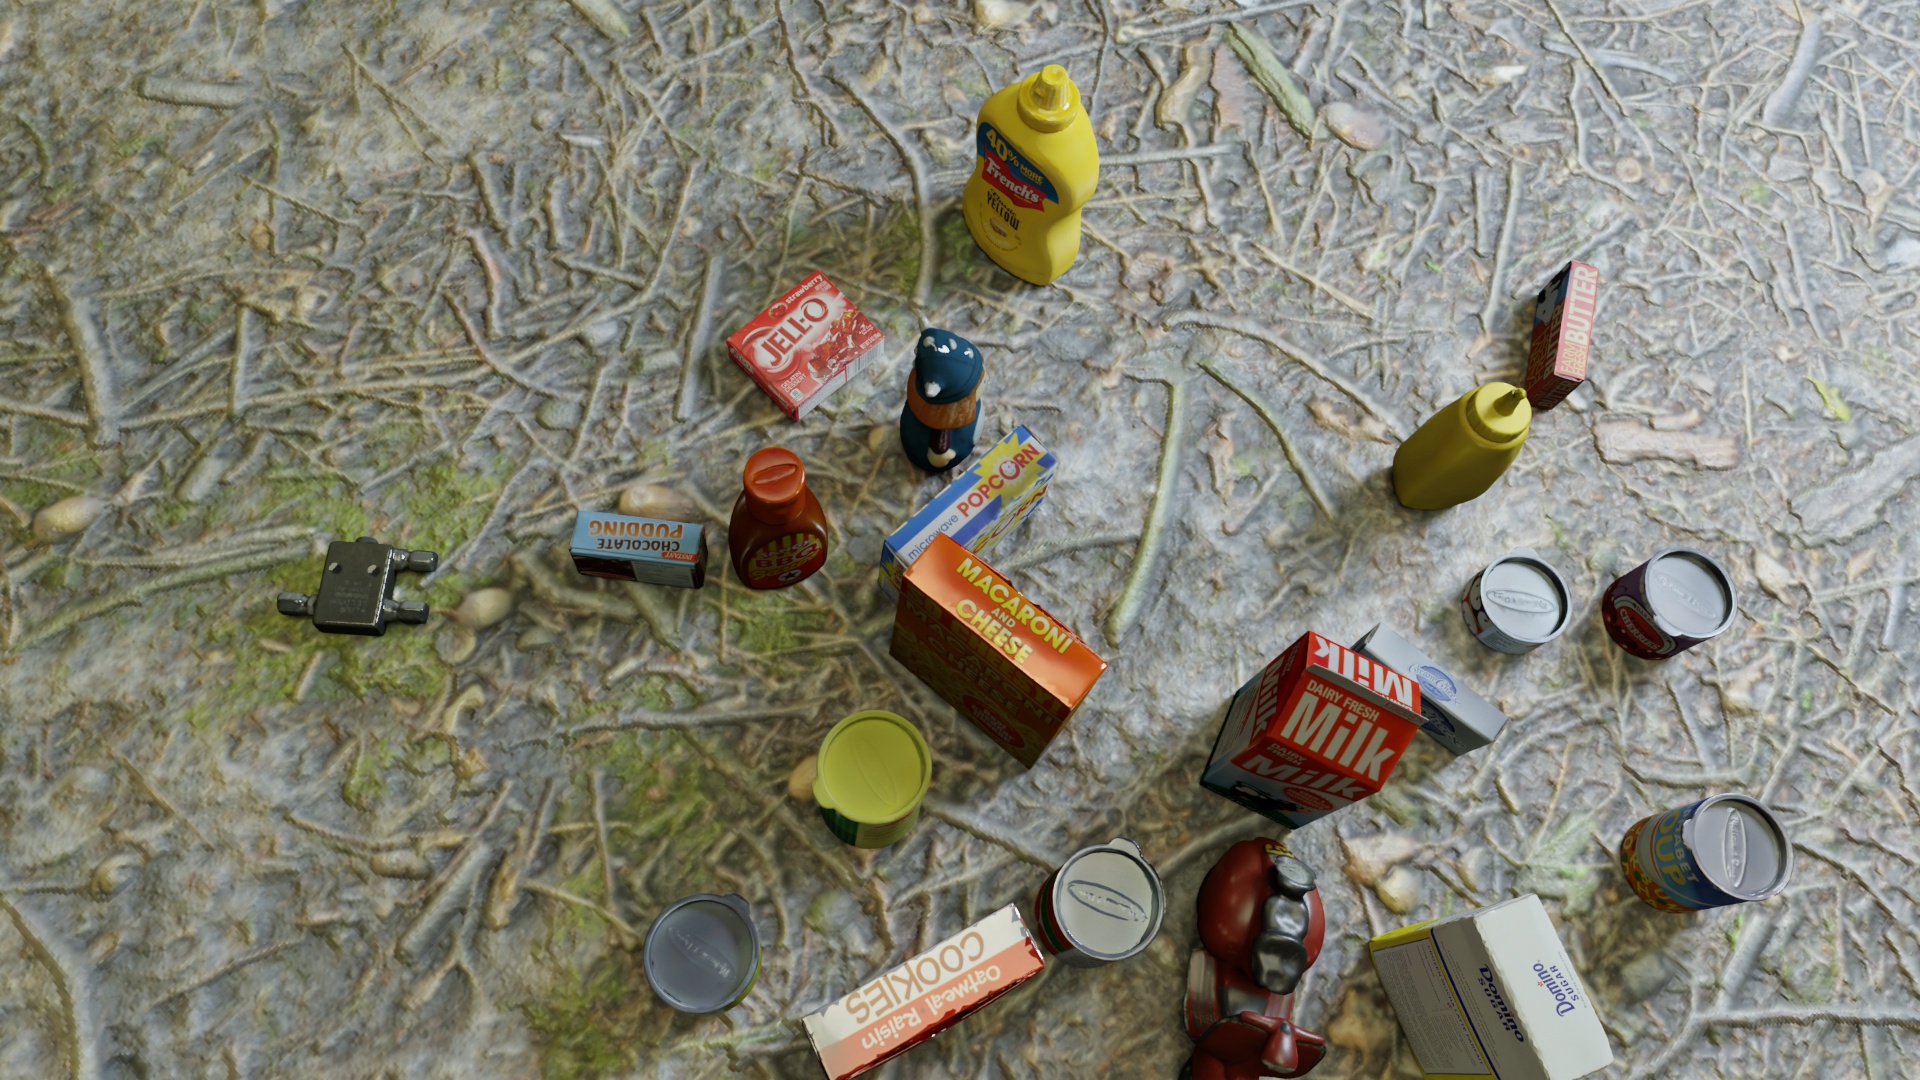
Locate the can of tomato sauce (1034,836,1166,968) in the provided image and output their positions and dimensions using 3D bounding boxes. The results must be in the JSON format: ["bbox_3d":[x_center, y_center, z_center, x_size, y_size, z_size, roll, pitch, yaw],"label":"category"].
[{"bbox_3d":[0.082,0.221,0.842,0.071,0.082,0.071,2,69,-5],"label":"can of tomato sauce"}]

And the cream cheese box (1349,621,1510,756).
[{"bbox_3d":[0.308,0.101,0.928,0.104,0.053,0.024,38,70,9],"label":"cream cheese box"}]

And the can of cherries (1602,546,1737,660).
[{"bbox_3d":[0.490,0.046,0.967,0.071,0.058,0.072,2,69,-5],"label":"can of cherries"}]

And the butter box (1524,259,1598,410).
[{"bbox_3d":[0.451,-0.153,1.043,0.024,0.053,0.104,17,68,1],"label":"butter box"}]

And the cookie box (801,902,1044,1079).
[{"bbox_3d":[-0.025,0.256,0.771,0.123,0.166,0.040,-26,74,-15],"label":"cookie box"}]

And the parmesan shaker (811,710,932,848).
[{"bbox_3d":[-0.057,0.148,0.844,0.071,0.102,0.071,2,69,-5],"label":"parmesan shaker"}]

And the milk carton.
[{"bbox_3d":[0.213,0.114,0.840,0.072,0.189,0.074,26,69,4],"label":"milk carton"}]

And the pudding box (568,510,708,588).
[{"bbox_3d":[-0.210,0.006,0.912,0.084,0.049,0.030,7,69,-3],"label":"pudding box"}]

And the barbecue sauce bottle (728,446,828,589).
[{"bbox_3d":[-0.116,-0.014,0.877,0.065,0.148,0.044,-18,72,-12],"label":"barbecue sauce bottle"}]

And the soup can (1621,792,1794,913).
[{"bbox_3d":[0.474,0.201,0.891,0.071,0.083,0.071,2,69,-5],"label":"soup can"}]

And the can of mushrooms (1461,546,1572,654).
[{"bbox_3d":[0.388,0.042,0.971,0.071,0.033,0.071,2,69,-5],"label":"can of mushrooms"}]

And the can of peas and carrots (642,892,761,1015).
[{"bbox_3d":[-0.150,0.244,0.821,0.071,0.058,0.071,2,69,-5],"label":"can of peas and carrots"}]

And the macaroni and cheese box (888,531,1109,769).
[{"bbox_3d":[0.018,0.071,0.849,0.124,0.165,0.040,38,70,9],"label":"macaroni and cheese box"}]

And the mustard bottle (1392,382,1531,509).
[{"bbox_3d":[0.347,-0.069,0.941,0.065,0.159,0.049,-3,70,-7],"label":"mustard bottle"}]

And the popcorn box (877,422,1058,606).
[{"bbox_3d":[0.003,-0.012,0.923,0.127,0.085,0.038,-41,78,-18],"label":"popcorn box"}]
